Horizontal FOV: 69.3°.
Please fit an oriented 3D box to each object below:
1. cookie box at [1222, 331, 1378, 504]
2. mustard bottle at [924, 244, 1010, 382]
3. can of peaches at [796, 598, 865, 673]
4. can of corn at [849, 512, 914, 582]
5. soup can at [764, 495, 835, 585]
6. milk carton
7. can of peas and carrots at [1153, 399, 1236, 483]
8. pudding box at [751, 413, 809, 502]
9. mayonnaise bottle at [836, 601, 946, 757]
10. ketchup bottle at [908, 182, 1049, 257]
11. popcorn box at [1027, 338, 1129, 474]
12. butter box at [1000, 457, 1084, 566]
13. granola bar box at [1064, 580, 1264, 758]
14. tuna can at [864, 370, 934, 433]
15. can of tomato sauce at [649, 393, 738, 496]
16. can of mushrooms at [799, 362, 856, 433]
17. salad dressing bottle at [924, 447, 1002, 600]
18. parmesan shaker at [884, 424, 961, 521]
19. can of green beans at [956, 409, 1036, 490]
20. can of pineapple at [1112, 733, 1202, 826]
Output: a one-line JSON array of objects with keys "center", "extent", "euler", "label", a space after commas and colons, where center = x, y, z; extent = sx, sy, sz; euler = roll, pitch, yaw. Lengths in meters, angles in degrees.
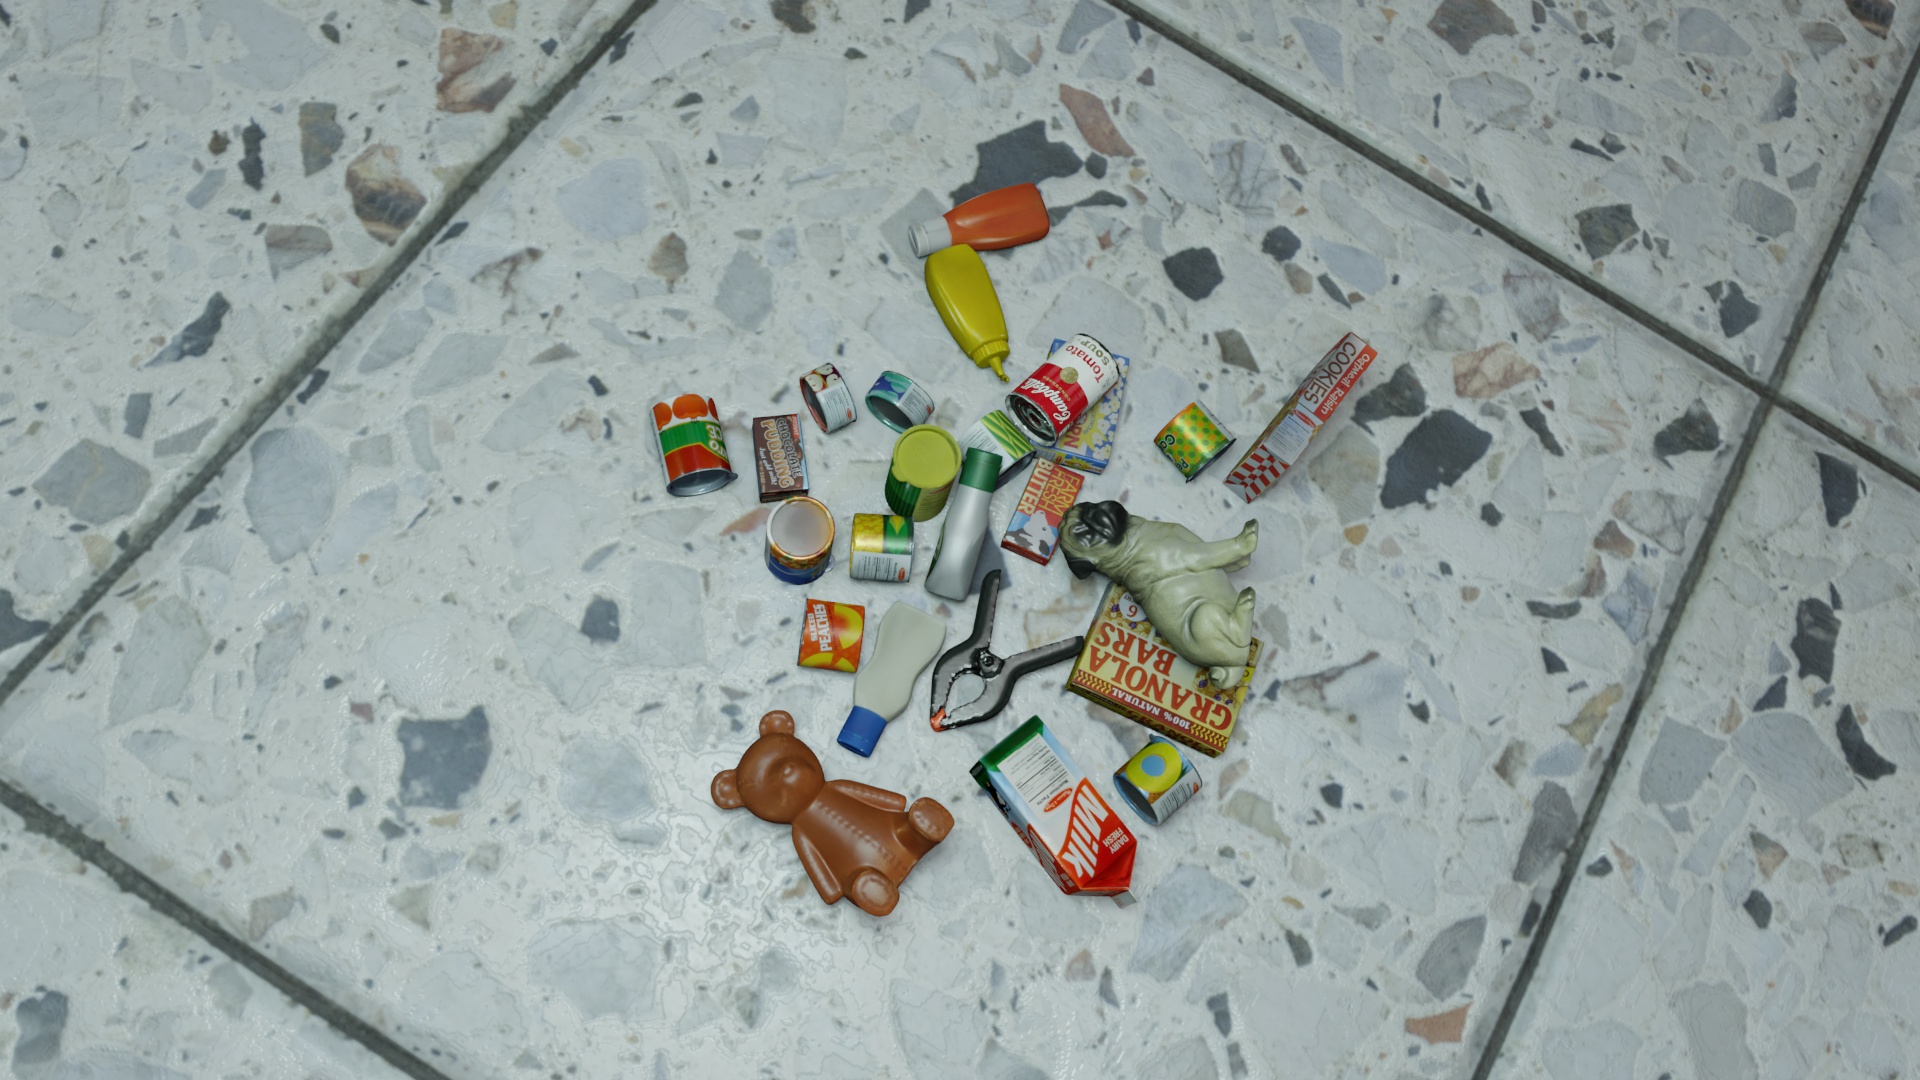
[{"center": [0.352, -0.127, 1.445], "extent": [0.040, 0.122, 0.168], "euler": [40, 71, 4], "label": "cookie box"}, {"center": [0.015, -0.234, 1.468], "extent": [0.065, 0.048, 0.160], "euler": [-19, 76, -15], "label": "mustard bottle"}, {"center": [-0.123, 0.090, 1.327], "extent": [0.058, 0.071, 0.071], "euler": [8, 71, -7], "label": "can of peaches"}, {"center": [-0.078, 0.005, 1.366], "extent": [0.058, 0.071, 0.071], "euler": [4, 72, -7], "label": "can of corn"}, {"center": [-0.153, 0.001, 1.346], "extent": [0.071, 0.083, 0.071], "euler": [3, 72, -8], "label": "soup can"}, {"center": [0.097, 0.265, 1.303], "extent": [0.074, 0.072, 0.191], "euler": [-36, 79, -17], "label": "milk carton"}, {"center": [0.243, -0.103, 1.451], "extent": [0.071, 0.070, 0.059], "euler": [-38, 80, -18], "label": "can of peas and carrots"}, {"center": [-0.181, -0.083, 1.398], "extent": [0.050, 0.030, 0.084], "euler": [-5, 73, -11], "label": "pudding box"}, {"center": [-0.070, 0.135, 1.337], "extent": [0.065, 0.041, 0.148], "euler": [27, 71, 2], "label": "mayonnaise bottle"}, {"center": [0.019, -0.343, 1.508], "extent": [0.149, 0.043, 0.065], "euler": [-17, 74, -13], "label": "ketchup bottle"}, {"center": [0.123, -0.140, 1.459], "extent": [0.085, 0.038, 0.127], "euler": [14, 71, -2], "label": "popcorn box"}, {"center": [0.084, -0.031, 1.424], "extent": [0.053, 0.024, 0.104], "euler": [24, 70, 1], "label": "butter box"}, {"center": [0.204, 0.125, 1.382], "extent": [0.165, 0.039, 0.124], "euler": [25, 70, 0], "label": "granola bar box"}, {"center": [-0.064, -0.140, 1.417], "extent": [0.071, 0.071, 0.033], "euler": [33, 71, 3], "label": "tuna can"}, {"center": [-0.264, -0.094, 1.370], "extent": [0.071, 0.071, 0.083], "euler": [-13, 74, -13], "label": "can of tomato sauce"}, {"center": [-0.135, -0.145, 1.408], "extent": [0.033, 0.071, 0.071], "euler": [-27, 78, -15], "label": "can of mushrooms"}, {"center": [0.005, -0.017, 1.367], "extent": [0.044, 0.064, 0.147], "euler": [17, 94, 5], "label": "salad dressing bottle"}, {"center": [-0.041, -0.064, 1.374], "extent": [0.071, 0.102, 0.071], "euler": [3, 71, -8], "label": "parmesan shaker"}, {"center": [0.034, -0.091, 1.414], "extent": [0.071, 0.071, 0.058], "euler": [-37, 80, -18], "label": "can of green beans"}, {"center": [0.187, 0.230, 1.332], "extent": [0.058, 0.070, 0.071], "euler": [-38, 81, -18], "label": "can of pineapple"}]
